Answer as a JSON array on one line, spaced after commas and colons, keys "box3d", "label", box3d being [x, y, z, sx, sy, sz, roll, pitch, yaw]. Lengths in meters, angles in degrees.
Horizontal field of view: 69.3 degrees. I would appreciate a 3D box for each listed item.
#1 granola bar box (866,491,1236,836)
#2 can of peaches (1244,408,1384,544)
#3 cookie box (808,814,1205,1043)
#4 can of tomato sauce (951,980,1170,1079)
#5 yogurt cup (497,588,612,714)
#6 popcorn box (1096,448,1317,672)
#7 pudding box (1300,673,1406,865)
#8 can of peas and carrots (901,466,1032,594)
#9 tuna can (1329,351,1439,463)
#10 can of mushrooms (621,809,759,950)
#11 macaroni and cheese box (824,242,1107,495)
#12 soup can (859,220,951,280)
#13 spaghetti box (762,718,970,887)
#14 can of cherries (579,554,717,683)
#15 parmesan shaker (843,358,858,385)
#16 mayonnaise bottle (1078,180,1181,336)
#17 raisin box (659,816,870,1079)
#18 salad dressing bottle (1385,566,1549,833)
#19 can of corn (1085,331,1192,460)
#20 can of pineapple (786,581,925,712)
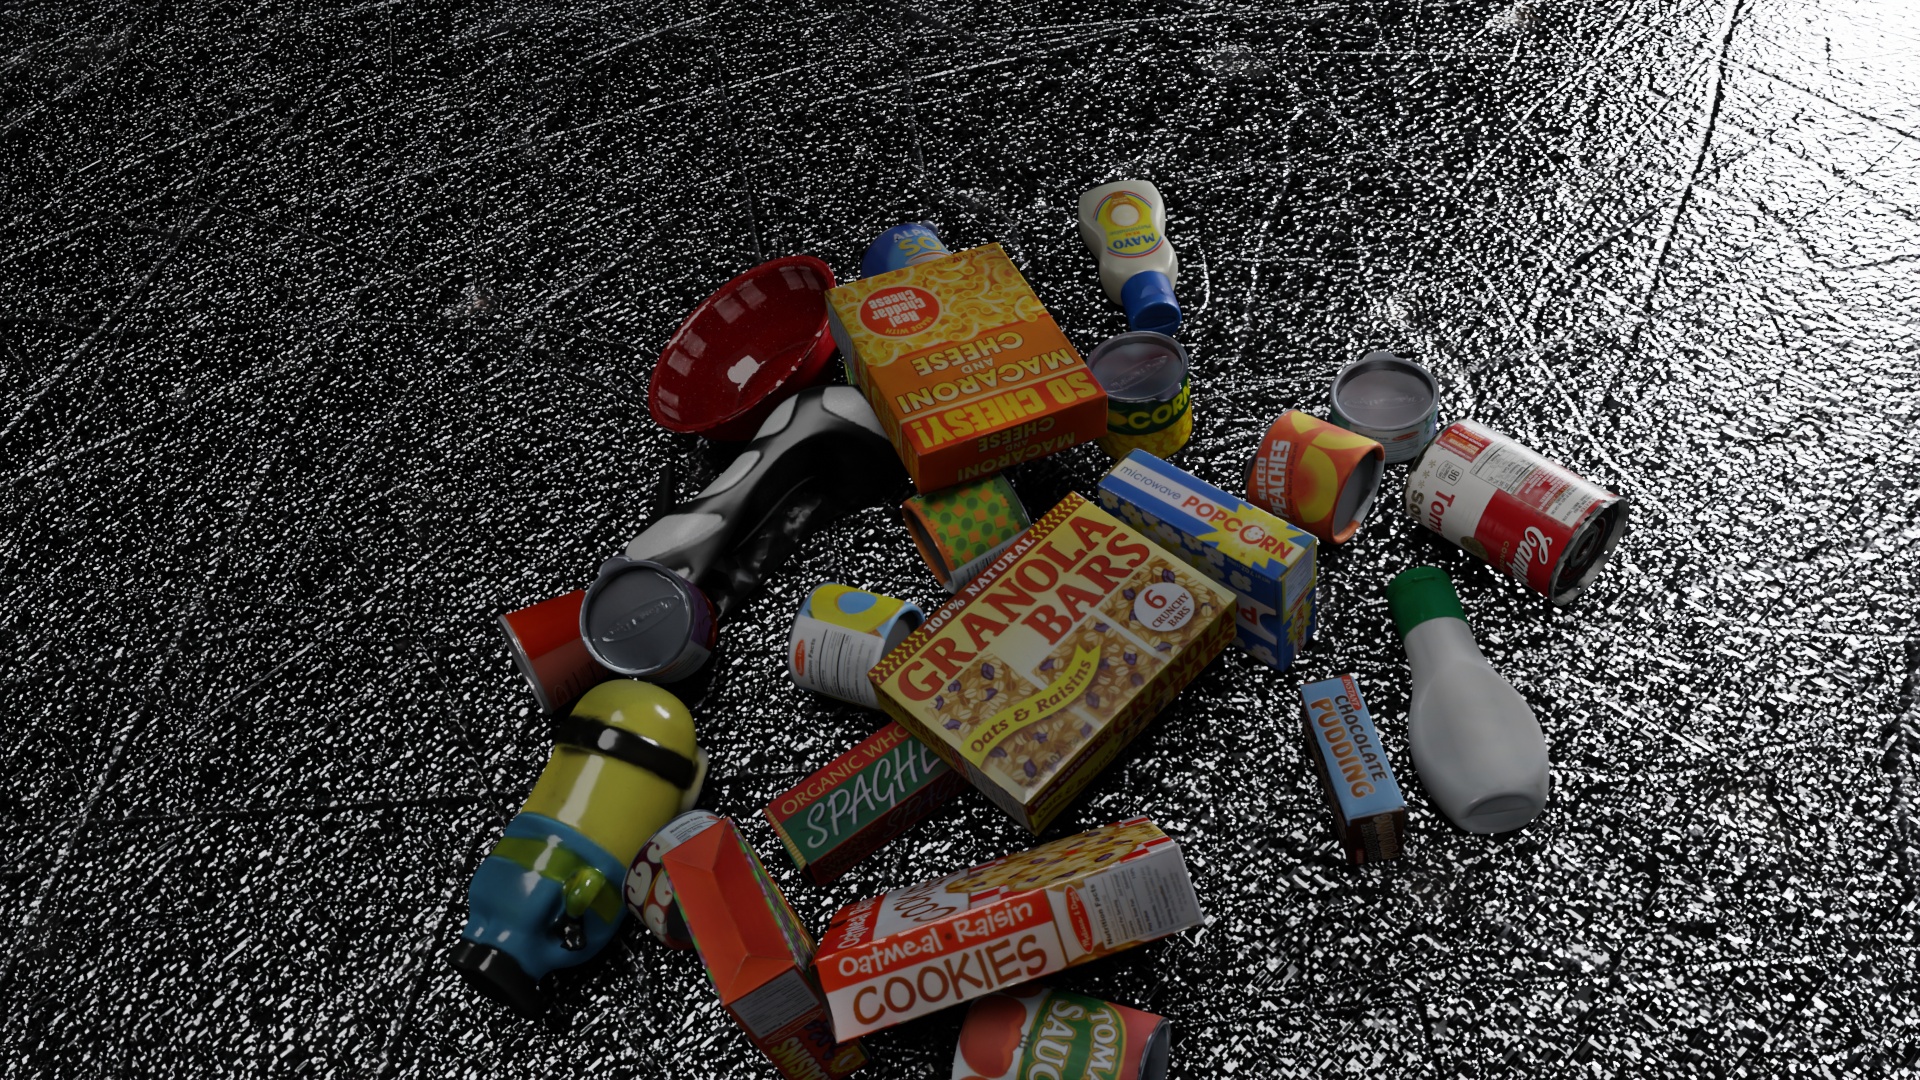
[{"box3d": [0.051, 0.062, 0.759, 0.166, 0.039, 0.124, -41, 54, -21], "label": "granola bar box"}, {"box3d": [0.210, -0.037, 0.827, 0.058, 0.071, 0.071, 27, 61, 31], "label": "can of peaches"}, {"box3d": [0.020, 0.176, 0.653, 0.167, 0.123, 0.040, -17, 85, -1], "label": "cookie box"}, {"box3d": [0.046, 0.237, 0.626, 0.083, 0.071, 0.071, 10, 53, 22], "label": "can of tomato sauce"}, {"box3d": [-0.244, 0.065, 0.852, 0.054, 0.072, 0.072, -27, 48, -21], "label": "yogurt cup"}, {"box3d": [0.140, 0.010, 0.792, 0.127, 0.084, 0.038, 31, 62, 34], "label": "popcorn box"}, {"box3d": [0.200, 0.116, 0.708, 0.030, 0.049, 0.084, -13, 48, 4], "label": "pudding box"}, {"box3d": [0.003, -0.011, 0.854, 0.059, 0.070, 0.071, -31, 50, -12], "label": "can of peas and carrots"}, {"box3d": [0.267, -0.084, 0.878, 0.071, 0.032, 0.071, -7, 49, 8], "label": "tuna can"}, {"box3d": [-0.141, 0.180, 0.726, 0.033, 0.070, 0.071, 30, 62, 32], "label": "can of mushrooms"}, {"box3d": [0.001, -0.111, 0.868, 0.124, 0.040, 0.167, -18, 50, -13], "label": "macaroni and cheese box"}, {"box3d": [-0.025, -0.184, 1.011, 0.071, 0.071, 0.084, -27, 49, -10], "label": "soup can"}, {"box3d": [0.007, 0.102, 0.781, 0.251, 0.028, 0.050, -33, 50, -15], "label": "spaghetti box"}, {"box3d": [-0.181, 0.046, 0.808, 0.071, 0.058, 0.071, -1, 79, 4], "label": "can of cherries"}, {"box3d": [-0.024, -0.118, 0.953, 0.103, 0.071, 0.071, -13, 48, 3], "label": "parmesan shaker"}, {"box3d": [0.127, -0.205, 1.011, 0.065, 0.041, 0.149, -11, 47, 2], "label": "mayonnaise bottle"}, {"box3d": [-0.090, 0.199, 0.657, 0.040, 0.122, 0.086, -29, 49, -10], "label": "raisin box"}, {"box3d": [0.261, 0.080, 0.731, 0.064, 0.043, 0.148, -10, 47, 7], "label": "salad dressing bottle"}, {"box3d": [0.118, -0.091, 0.903, 0.071, 0.058, 0.071, -7, 48, 8], "label": "can of corn"}, {"box3d": [-0.058, 0.061, 0.809, 0.058, 0.070, 0.071, 13, 54, 23], "label": "can of pineapple"}]
